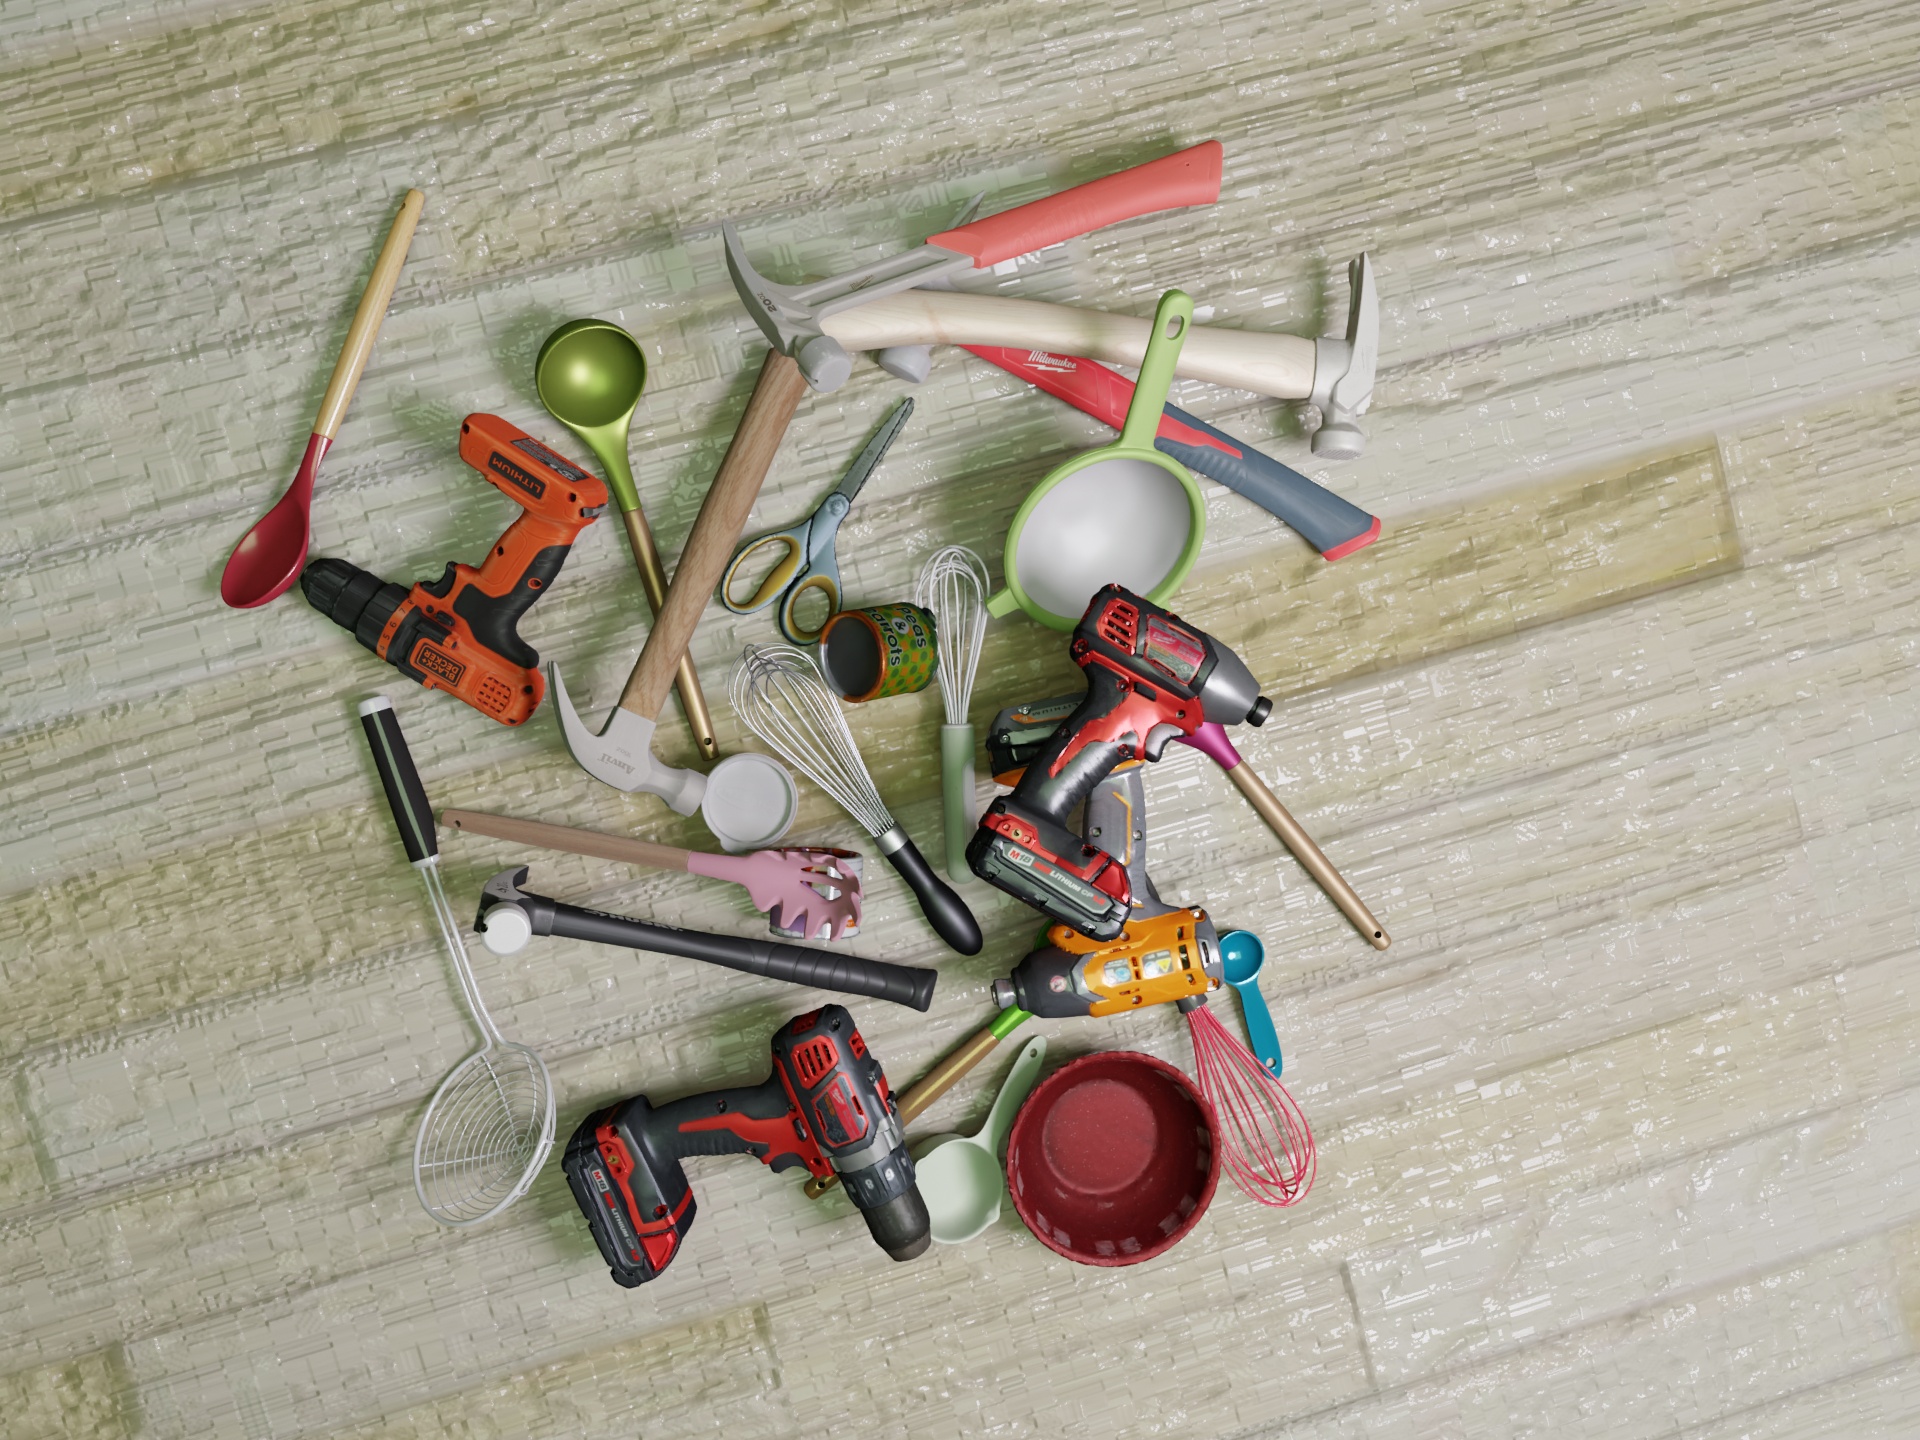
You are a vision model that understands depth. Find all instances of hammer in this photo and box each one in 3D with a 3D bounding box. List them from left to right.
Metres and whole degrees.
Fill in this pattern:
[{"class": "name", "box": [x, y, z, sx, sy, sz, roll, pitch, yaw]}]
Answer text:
[{"class": "hammer", "box": [-0.182, -0.109, 1.104, 0.130, 0.031, 0.331, 26, 79, -21]}, {"class": "hammer", "box": [-0.172, 0.161, 1.125, 0.334, 0.146, 0.035, 14, 92, -19]}, {"class": "hammer", "box": [0.022, -0.337, 1.092, 0.359, 0.036, 0.149, -24, 62, -17]}, {"class": "hammer", "box": [0.093, -0.280, 1.119, 0.410, 0.038, 0.146, 6, 89, -7]}, {"class": "hammer", "box": [0.142, -0.236, 1.163, 0.386, 0.038, 0.143, 26, 89, -7]}]

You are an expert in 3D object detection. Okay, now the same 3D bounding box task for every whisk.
[{"class": "whisk", "box": [-0.069, 0.060, 1.153, 0.070, 0.070, 0.284, -37, 102, -3]}, {"class": "whisk", "box": [-0.002, -0.004, 1.151, 0.059, 0.057, 0.246, -1, 93, 28]}, {"class": "whisk", "box": [0.183, 0.231, 1.190, 0.073, 0.073, 0.296, -28, 90, -4]}]

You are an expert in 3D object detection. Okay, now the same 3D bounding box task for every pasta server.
[{"class": "pasta server", "box": [-0.216, 0.096, 1.105, 0.316, 0.040, 0.060, 9, 108, 9]}]

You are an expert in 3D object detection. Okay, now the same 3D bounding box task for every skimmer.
[{"class": "skimmer", "box": [-0.372, 0.163, 1.104, 0.127, 0.090, 0.363, -16, 93, 26]}]

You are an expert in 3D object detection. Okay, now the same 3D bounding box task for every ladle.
[{"class": "ladle", "box": [-0.434, -0.222, 1.102, 0.069, 0.031, 0.315, 19, 87, 32]}, {"class": "ladle", "box": [-0.222, -0.123, 1.121, 0.078, 0.062, 0.320, -19, 98, -17]}]

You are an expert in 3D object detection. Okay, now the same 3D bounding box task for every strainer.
[{"class": "strainer", "box": [0.106, -0.184, 1.109, 0.151, 0.069, 0.256, 1, 124, -22]}]

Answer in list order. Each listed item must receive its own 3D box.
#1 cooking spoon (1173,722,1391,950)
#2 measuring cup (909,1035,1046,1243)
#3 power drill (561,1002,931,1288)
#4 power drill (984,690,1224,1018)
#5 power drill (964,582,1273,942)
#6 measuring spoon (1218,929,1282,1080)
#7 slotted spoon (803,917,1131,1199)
[{"class": "cooking spoon", "box": [0.223, 0.052, 1.200, 0.069, 0.017, 0.319, -41, 96, -2]}, {"class": "measuring cup", "box": [0.013, 0.307, 1.187, 0.083, 0.038, 0.168, 39, 71, -21]}, {"class": "power drill", "box": [-0.143, 0.321, 1.123, 0.226, 0.080, 0.188, -23, 96, 7]}, {"class": "power drill", "box": [0.084, 0.099, 1.137, 0.164, 0.084, 0.226, -13, 83, -4]}, {"class": "power drill", "box": [0.107, 0.032, 1.068, 0.143, 0.078, 0.220, 29, 83, 1]}, {"class": "measuring spoon", "box": [0.220, 0.216, 1.214, 0.042, 0.021, 0.128, -22, 105, -11]}, {"class": "slotted spoon", "box": [0.004, 0.248, 1.184, 0.314, 0.031, 0.070, -41, 90, 0]}]
